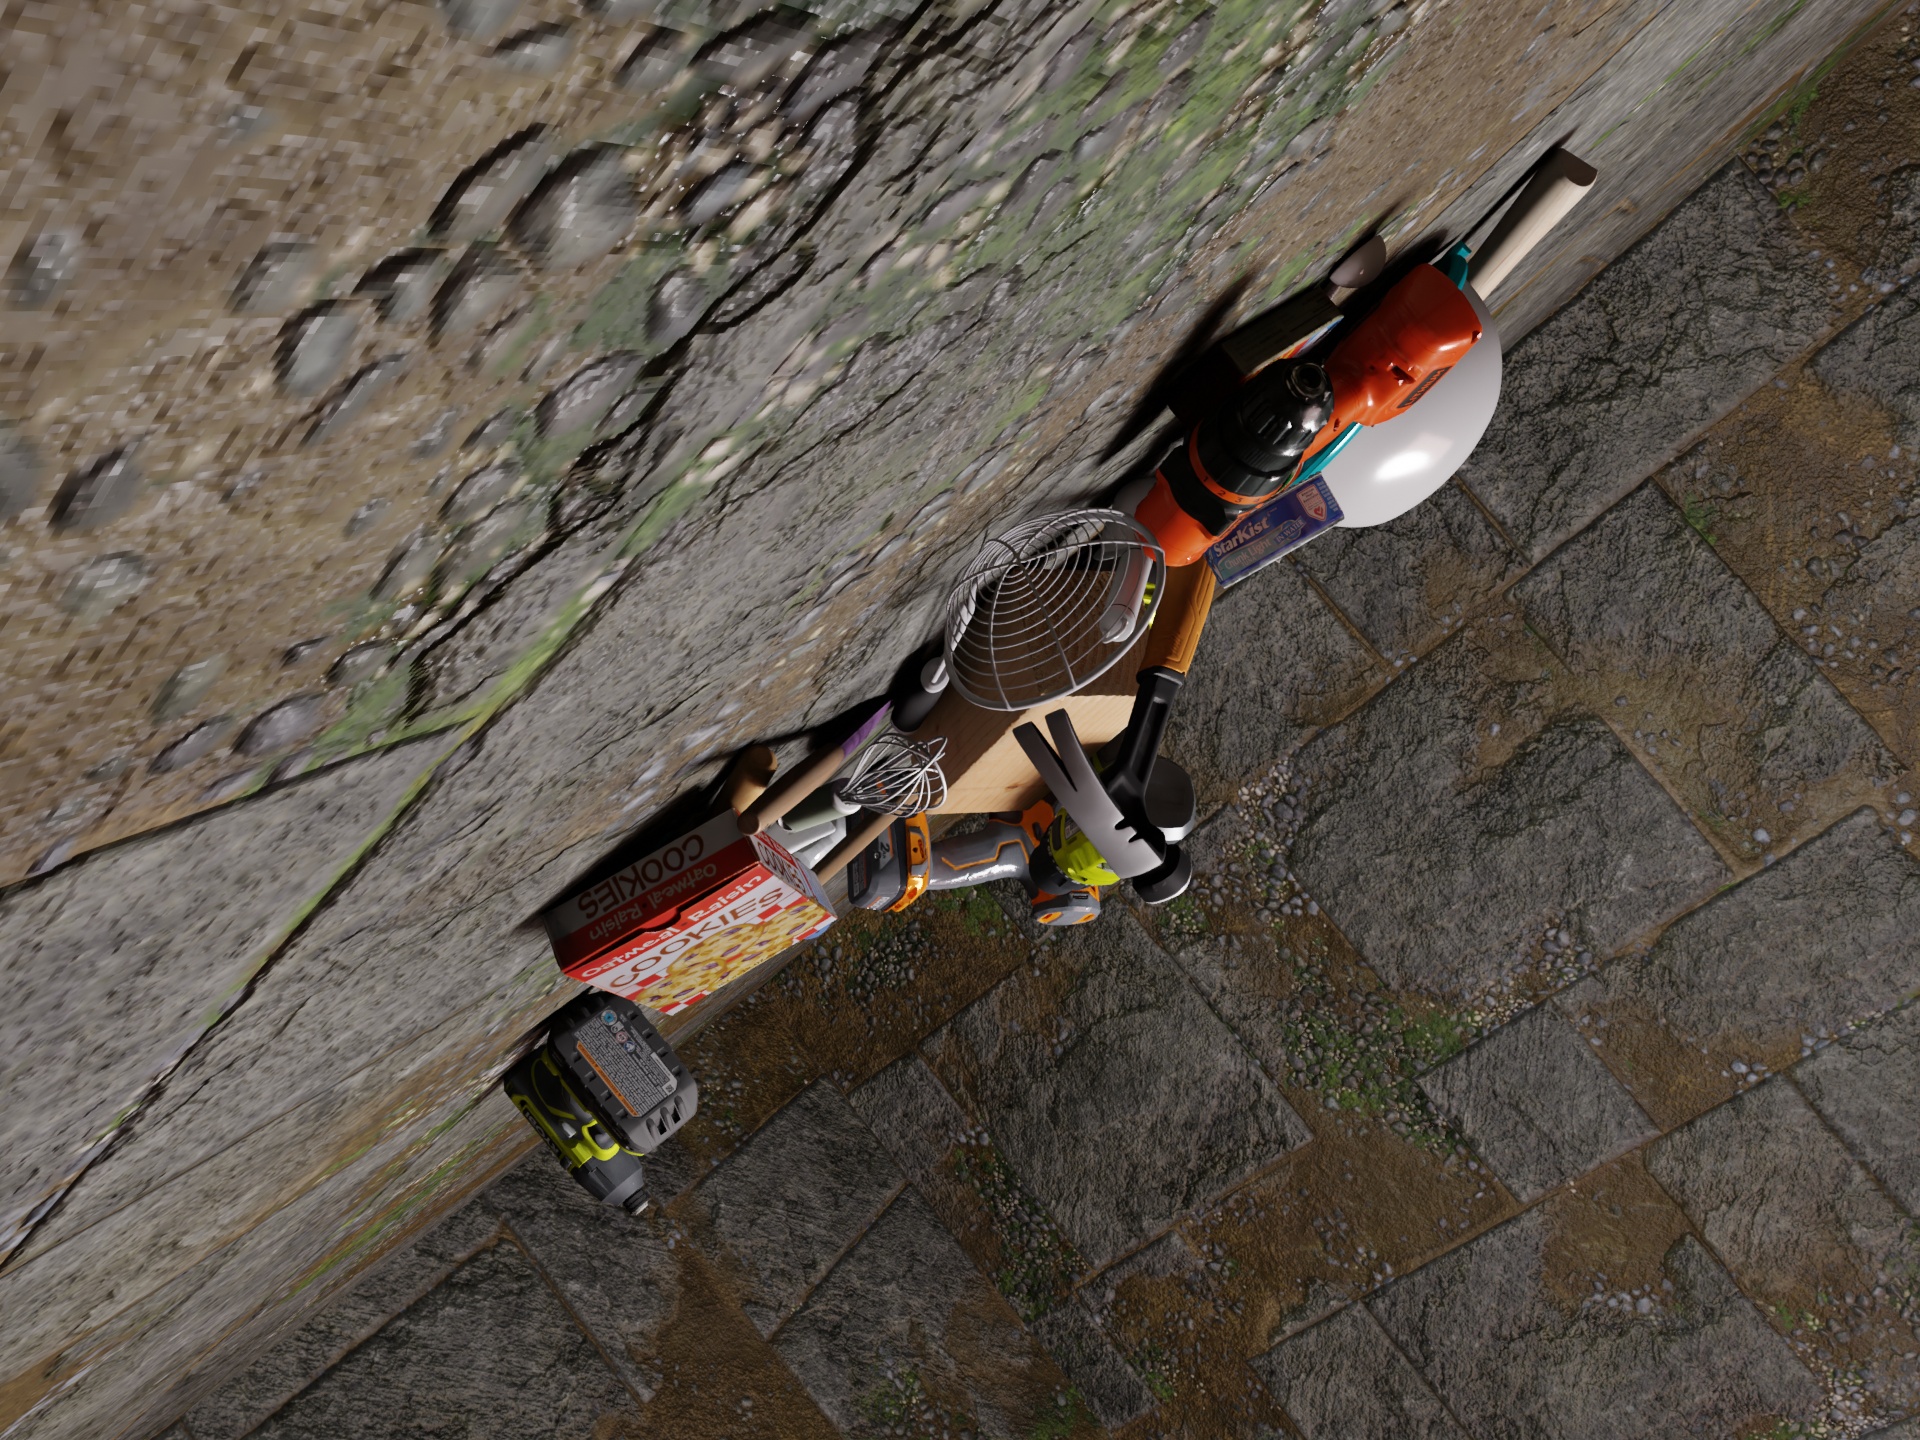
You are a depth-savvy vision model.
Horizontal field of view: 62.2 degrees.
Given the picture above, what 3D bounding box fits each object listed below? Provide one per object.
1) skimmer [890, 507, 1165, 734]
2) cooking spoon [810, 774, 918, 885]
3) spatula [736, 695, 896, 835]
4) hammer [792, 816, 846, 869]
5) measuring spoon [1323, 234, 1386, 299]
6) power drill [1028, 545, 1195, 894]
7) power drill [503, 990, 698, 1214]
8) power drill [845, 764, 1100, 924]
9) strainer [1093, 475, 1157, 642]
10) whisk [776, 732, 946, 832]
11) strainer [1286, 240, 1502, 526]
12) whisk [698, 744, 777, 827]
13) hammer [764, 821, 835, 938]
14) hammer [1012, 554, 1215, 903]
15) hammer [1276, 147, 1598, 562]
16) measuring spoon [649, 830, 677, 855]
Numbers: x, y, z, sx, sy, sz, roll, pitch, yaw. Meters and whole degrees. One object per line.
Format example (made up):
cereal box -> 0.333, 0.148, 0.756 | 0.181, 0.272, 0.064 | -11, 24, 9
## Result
skimmer -> 0.020, -0.027, 0.937 | 0.127, 0.090, 0.363 | -58, -178, -18
cooking spoon -> -0.113, 0.123, 1.274 | 0.319, 0.017, 0.068 | -43, 167, 17
spatula -> -0.084, 0.027, 0.951 | 0.060, 0.018, 0.316 | -44, -179, 12
hammer -> -0.122, 0.128, 1.648 | 0.128, 0.033, 0.331 | -41, 175, 12
measuring spoon -> 0.215, -0.239, 0.912 | 0.034, 0.018, 0.124 | -38, 176, -12
power drill -> 0.102, 0.008, 1.154 | 0.080, 0.229, 0.190 | 11, 155, -18
power drill -> -0.310, 0.336, 1.377 | 0.080, 0.171, 0.223 | -35, 170, -37
power drill -> 0.014, 0.098, 1.433 | 0.226, 0.164, 0.084 | 5, 157, -21
strainer -> 0.106, -0.100, 0.948 | 0.087, 0.050, 0.258 | -22, -161, 22
whisk -> -0.072, 0.048, 1.063 | 0.059, 0.057, 0.246 | -49, -167, -27
strainer -> 0.270, -0.167, 1.131 | 0.340, 0.095, 0.211 | -51, -175, 36
whisk -> -0.153, 0.081, 0.954 | 0.047, 0.051, 0.245 | -29, 167, -35
hammer -> -0.154, 0.153, 1.395 | 0.144, 0.035, 0.405 | -39, 169, -6
hammer -> 0.120, -0.045, 0.960 | 0.034, 0.127, 0.337 | -25, -156, 33
hammer -> 0.342, -0.274, 1.223 | 0.146, 0.038, 0.410 | -63, -175, -30
measuring spoon -> -0.200, 0.100, 0.962 | 0.042, 0.021, 0.128 | -30, 161, -47
